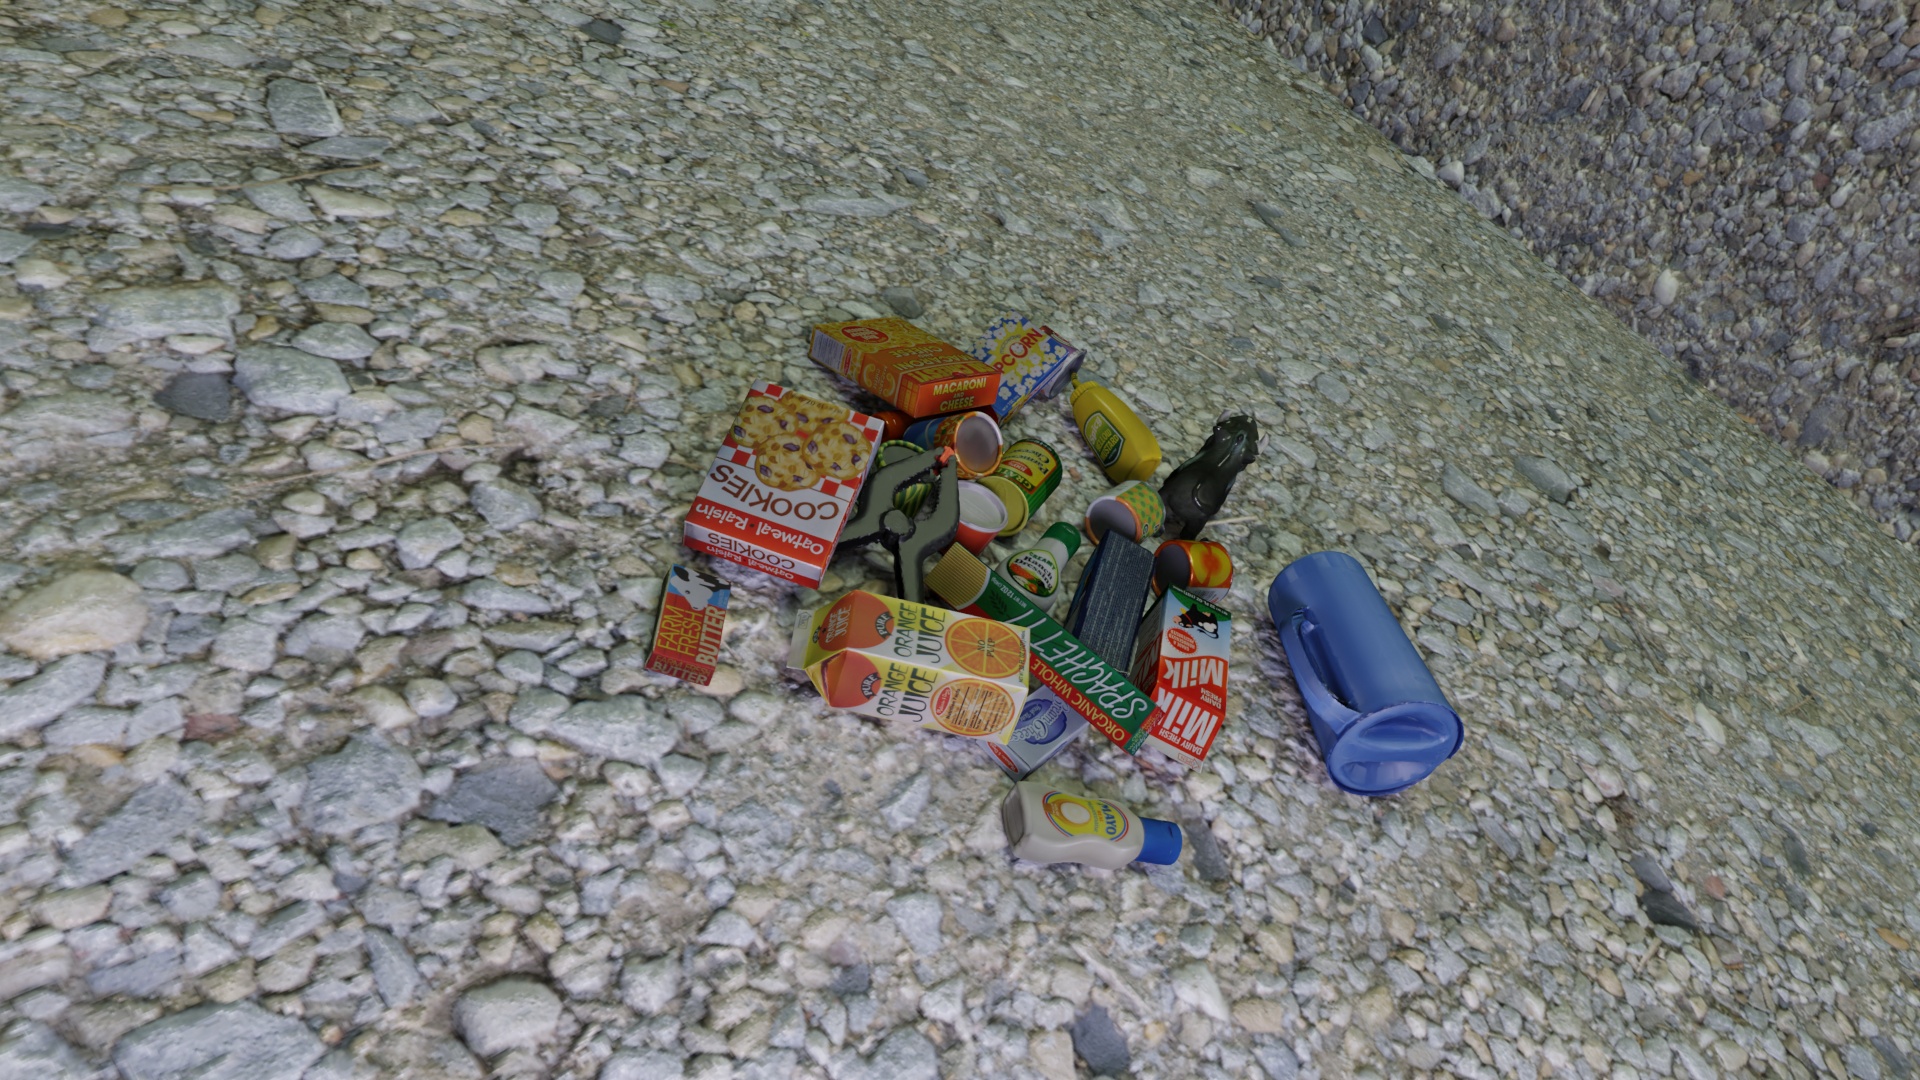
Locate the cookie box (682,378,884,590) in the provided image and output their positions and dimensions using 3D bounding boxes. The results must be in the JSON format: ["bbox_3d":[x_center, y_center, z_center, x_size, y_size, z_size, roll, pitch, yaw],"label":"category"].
[{"bbox_3d":[-0.152,-0.050,1.205,0.123,0.040,0.168,19,56,1],"label":"cookie box"}]

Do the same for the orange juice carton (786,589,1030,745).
[{"bbox_3d":[-0.044,0.100,1.136,0.193,0.072,0.072,13,39,-6],"label":"orange juice carton"}]

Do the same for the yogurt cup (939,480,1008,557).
[{"bbox_3d":[0.005,-0.017,1.337,0.072,0.053,0.073,20,37,-16],"label":"yogurt cup"}]

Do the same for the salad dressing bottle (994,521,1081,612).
[{"bbox_3d":[0.075,0.028,1.344,0.064,0.043,0.148,36,36,5],"label":"salad dressing bottle"}]

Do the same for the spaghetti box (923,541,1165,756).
[{"bbox_3d":[0.070,0.092,1.220,0.250,0.050,0.028,39,-2,28],"label":"spaghetti box"}]

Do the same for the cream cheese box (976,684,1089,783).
[{"bbox_3d":[0.064,0.163,1.194,0.053,0.024,0.104,44,38,16],"label":"cream cheese box"}]

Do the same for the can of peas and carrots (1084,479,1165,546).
[{"bbox_3d":[0.174,-0.022,1.457,0.071,0.070,0.059,43,38,15],"label":"can of peas and carrots"}]

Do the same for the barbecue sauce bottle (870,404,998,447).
[{"bbox_3d":[-0.031,-0.123,1.445,0.149,0.043,0.065,-13,49,-44],"label":"barbecue sauce bottle"}]

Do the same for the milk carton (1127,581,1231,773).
[{"bbox_3d":[0.199,0.133,1.285,0.072,0.073,0.191,28,36,-6],"label":"milk carton"}]

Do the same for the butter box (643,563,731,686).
[{"bbox_3d":[-0.216,0.067,1.106,0.053,0.024,0.104,19,38,-16],"label":"butter box"}]

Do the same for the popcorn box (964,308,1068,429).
[{"bbox_3d":[0.049,-0.191,1.548,0.085,0.038,0.127,39,61,10],"label":"popcorn box"}]

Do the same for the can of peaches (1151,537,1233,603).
[{"bbox_3d":[0.238,0.030,1.439,0.058,0.071,0.071,2,45,-33],"label":"can of peaches"}]

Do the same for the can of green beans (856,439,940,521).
[{"bbox_3d":[-0.060,-0.054,1.332,0.071,0.057,0.071,20,38,-16],"label":"can of green beans"}]

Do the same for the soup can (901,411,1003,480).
[{"bbox_3d":[-0.010,-0.088,1.369,0.071,0.083,0.071,4,84,-40],"label":"soup can"}]

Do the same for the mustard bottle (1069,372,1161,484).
[{"bbox_3d":[0.165,-0.134,1.579,0.049,0.065,0.161,-7,51,-39],"label":"mustard bottle"}]

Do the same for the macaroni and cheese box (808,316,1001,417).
[{"bbox_3d":[-0.059,-0.186,1.460,0.167,0.040,0.124,32,32,34],"label":"macaroni and cheese box"}]

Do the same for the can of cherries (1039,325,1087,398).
[{"bbox_3d":[0.104,-0.211,1.624,0.058,0.071,0.072,39,36,11],"label":"can of cherries"}]

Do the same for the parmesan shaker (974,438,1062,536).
[{"bbox_3d":[0.054,-0.057,1.411,0.071,0.071,0.103,35,36,5],"label":"parmesan shaker"}]

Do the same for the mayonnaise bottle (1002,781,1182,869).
[{"bbox_3d":[0.109,0.236,1.126,0.148,0.041,0.065,13,38,-22],"label":"mayonnaise bottle"}]
